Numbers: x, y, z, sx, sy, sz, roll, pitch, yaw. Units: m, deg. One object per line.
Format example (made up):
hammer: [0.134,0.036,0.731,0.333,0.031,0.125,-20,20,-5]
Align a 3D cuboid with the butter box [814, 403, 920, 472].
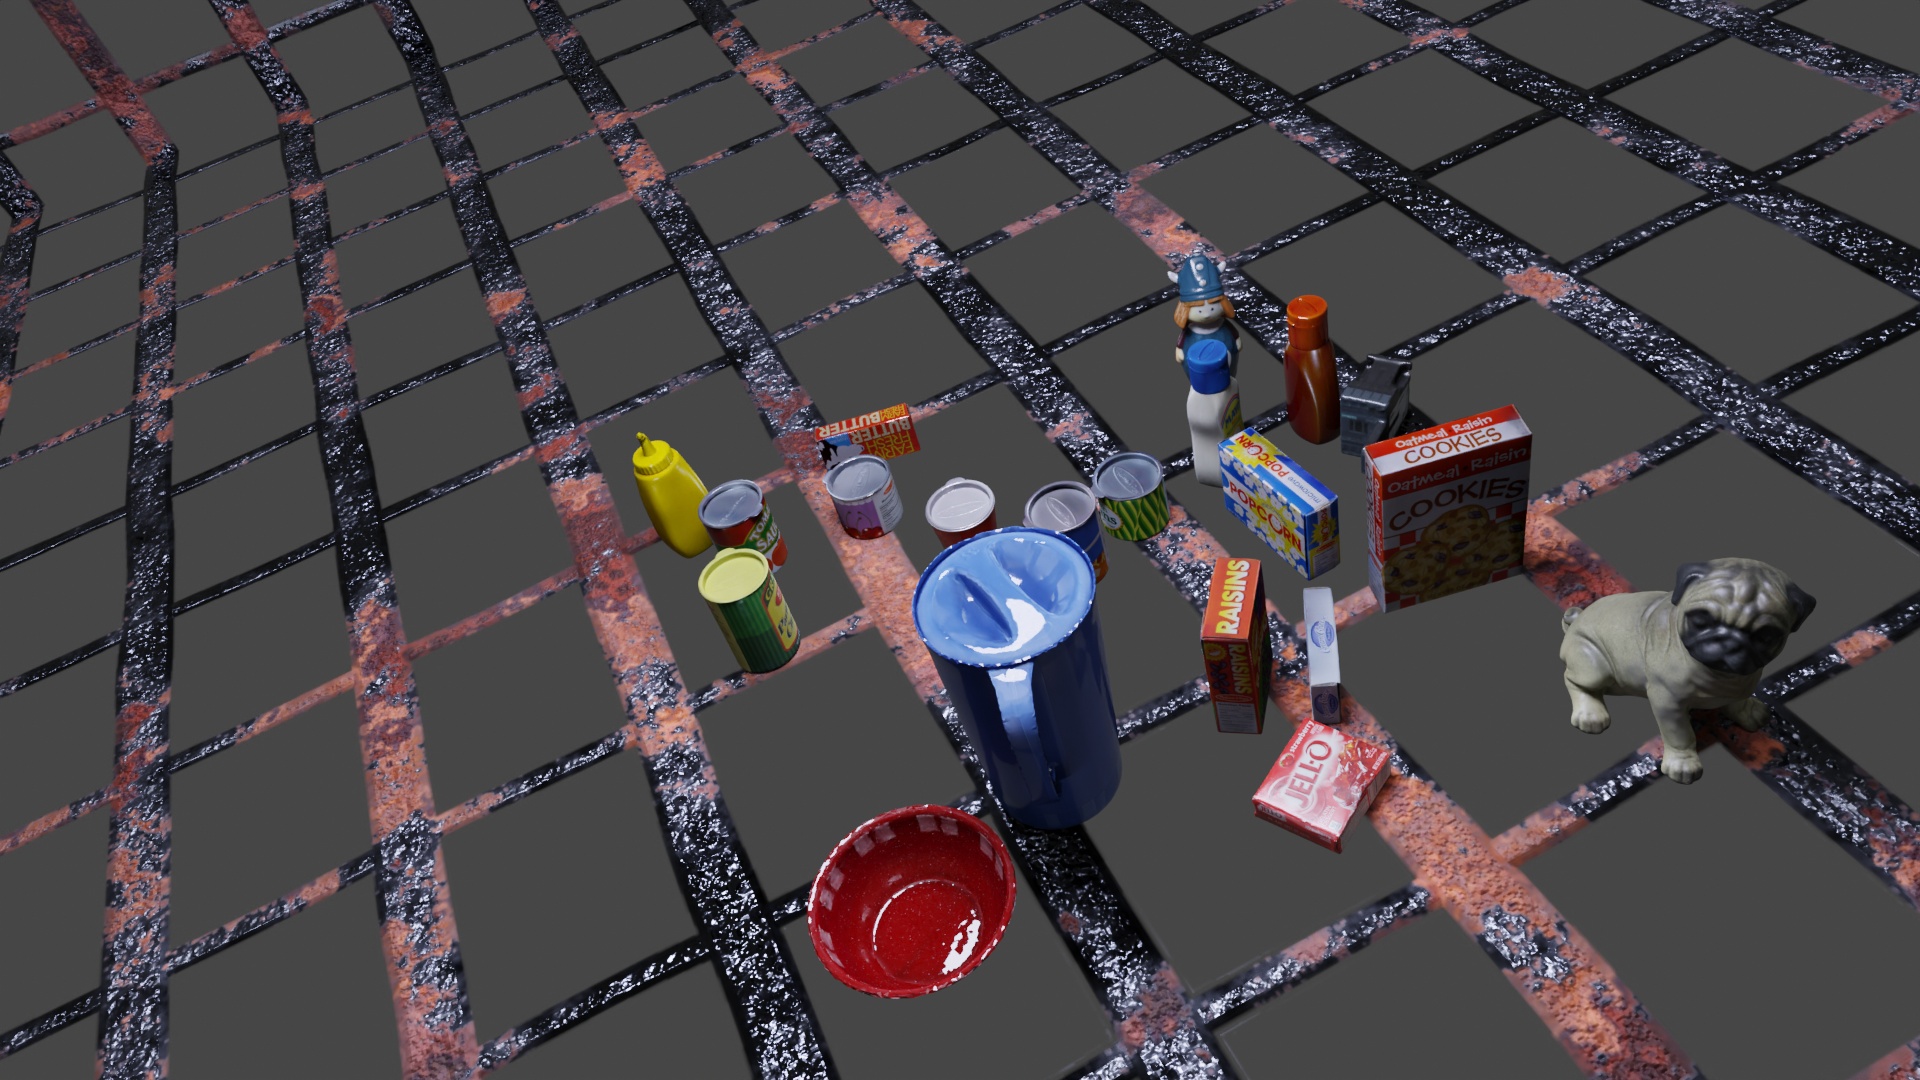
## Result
butter box: [-0.098,-0.107,1.472,0.103,0.053,0.024,-16,43,2]

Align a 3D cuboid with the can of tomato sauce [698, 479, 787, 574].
can of tomato sauce: [-0.215,-0.008,1.389,0.071,0.082,0.071,-9,44,9]

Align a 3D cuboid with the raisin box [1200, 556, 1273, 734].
raisin box: [0.225,0.086,1.123,0.040,0.122,0.086,2,47,20]

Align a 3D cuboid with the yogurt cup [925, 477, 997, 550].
yogurt cup: [0.005,-0.017,1.348,0.072,0.053,0.073,-9,44,9]

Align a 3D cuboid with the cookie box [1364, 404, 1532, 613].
cookie box: [0.400,-0.024,1.144,0.123,0.166,0.040,-16,43,2]

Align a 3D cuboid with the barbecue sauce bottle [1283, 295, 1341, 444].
barbecue sauce bottle: [0.333,-0.163,1.320,0.044,0.147,0.065,-25,44,-7]

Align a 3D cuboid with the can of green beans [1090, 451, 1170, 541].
can of green beans: [0.163,-0.042,1.319,0.071,0.057,0.071,-9,44,9]

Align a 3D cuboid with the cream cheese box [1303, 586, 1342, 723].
cream cheese box: [0.298,0.094,1.141,0.024,0.053,0.104,-5,45,14]

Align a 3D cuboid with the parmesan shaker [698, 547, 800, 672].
parmesan shaker: [-0.195,0.065,1.295,0.071,0.102,0.072,-9,44,9]

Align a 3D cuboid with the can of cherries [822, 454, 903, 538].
can of cherries: [-0.098,-0.044,1.405,0.071,0.058,0.072,-9,44,9]

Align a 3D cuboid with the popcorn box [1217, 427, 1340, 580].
popcorn box: [0.287,-0.034,1.250,0.038,0.084,0.127,-29,45,-12]

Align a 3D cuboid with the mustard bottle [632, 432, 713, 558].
mustard bottle: [-0.293,-0.053,1.404,0.065,0.159,0.049,-39,47,-21]

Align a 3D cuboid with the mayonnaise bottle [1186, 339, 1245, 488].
mayonnaise bottle: [0.240,-0.121,1.308,0.041,0.147,0.065,16,53,31]

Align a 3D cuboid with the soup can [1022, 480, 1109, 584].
soup can: [0.097,-0.002,1.281,0.071,0.083,0.072,-9,44,9]
